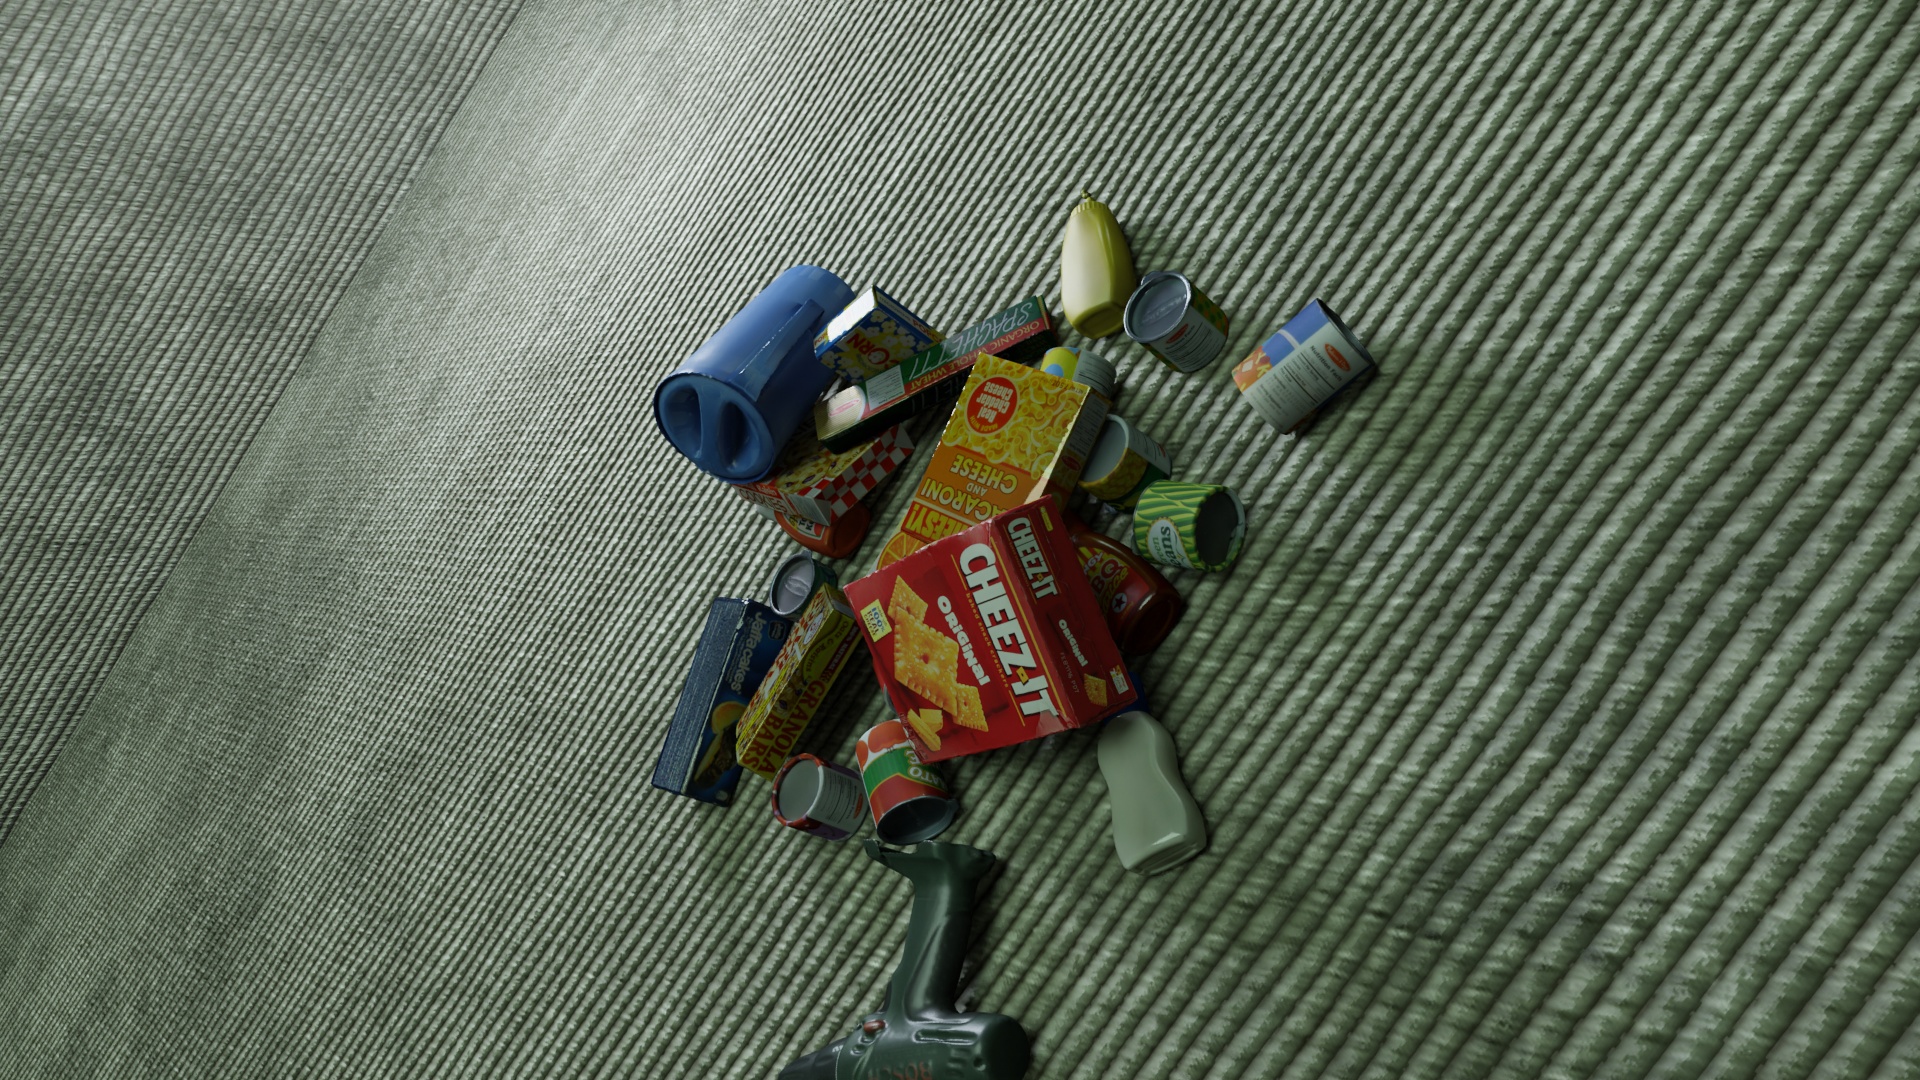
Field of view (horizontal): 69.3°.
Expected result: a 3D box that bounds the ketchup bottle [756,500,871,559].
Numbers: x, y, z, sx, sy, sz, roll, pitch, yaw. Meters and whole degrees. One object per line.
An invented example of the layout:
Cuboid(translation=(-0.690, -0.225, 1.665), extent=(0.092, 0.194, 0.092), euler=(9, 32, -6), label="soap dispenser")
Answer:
Cuboid(translation=(-0.154, -0.025, 1.409), extent=(0.149, 0.043, 0.065), euler=(18, 71, 49), label="ketchup bottle")

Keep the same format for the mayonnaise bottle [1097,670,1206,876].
Cuboid(translation=(0.132, 0.166, 1.015), extent=(0.064, 0.041, 0.149), euler=(-35, 45, 27), label="mayonnaise bottle")

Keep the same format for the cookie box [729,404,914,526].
Cuboid(translation=(-0.145, -0.081, 1.397), extent=(0.123, 0.040, 0.167), euler=(-44, 35, -24), label="cookie box")

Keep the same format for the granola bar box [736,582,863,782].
Cuboid(translation=(-0.150, 0.127, 1.283), extent=(0.165, 0.039, 0.124), euler=(-58, 13, 3), label="granola bar box")

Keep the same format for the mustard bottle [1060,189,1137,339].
Cuboid(translation=(0.123, -0.259, 1.260), extent=(0.065, 0.049, 0.161), euler=(-25, 51, 35), label="mustard bottle")

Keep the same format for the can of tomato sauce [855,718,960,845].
Cuboid(translation=(-0.045, 0.199, 1.154), extent=(0.071, 0.071, 0.083), euler=(-42, 44, 20), label="can of tomato sauce")

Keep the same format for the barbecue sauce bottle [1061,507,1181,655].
Cuboid(translation=(0.114, 0.026, 1.109), extent=(0.064, 0.043, 0.149), euler=(-58, 40, 16), label="barbecue sauce bottle")

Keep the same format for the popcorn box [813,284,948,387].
Cuboid(translation=(-0.069, -0.182, 1.350), extent=(0.085, 0.126, 0.038), euler=(-37, 43, 26), label="popcorn box")

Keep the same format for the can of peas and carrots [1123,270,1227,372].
Cuboid(translation=(0.178, -0.182, 1.152), extent=(0.070, 0.058, 0.071), euler=(-24, 52, 35), label="can of peas and carrots")

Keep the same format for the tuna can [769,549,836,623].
Cuboid(translation=(-0.155, 0.046, 1.377), extent=(0.071, 0.033, 0.071), euler=(-23, 53, 35), label="tuna can")

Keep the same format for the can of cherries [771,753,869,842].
Cuboid(translation=(-0.126, 0.227, 1.225), extent=(0.071, 0.058, 0.072), euler=(-23, 53, 35), label="can of cherries")

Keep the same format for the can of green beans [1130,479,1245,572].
Cuboid(translation=(0.174, -0.011, 1.054), extent=(0.058, 0.071, 0.071), euler=(9, 75, 47), label="can of green beans")

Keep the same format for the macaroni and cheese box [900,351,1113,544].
Cuboid(translation=(0.035, -0.060, 1.137), extent=(0.124, 0.040, 0.166), euler=(23, 87, 39), label="macaroni and cheese box")

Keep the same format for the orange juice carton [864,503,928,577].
Cuboid(translation=(0.004, -0.015, 1.222), extent=(0.192, 0.072, 0.073), euler=(-57, 42, 4), label="orange juice carton")

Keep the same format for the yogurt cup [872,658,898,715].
Cuboid(translation=(-0.042, 0.113, 1.203), extent=(0.072, 0.072, 0.054), euler=(-54, 33, 8), label="yogurt cup")

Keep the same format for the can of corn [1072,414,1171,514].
Cuboid(translation=(0.127, -0.061, 1.135), extent=(0.071, 0.058, 0.071), euler=(-23, 53, 35), label="can of corn")

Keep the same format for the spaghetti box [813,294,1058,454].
Cuboid(translation=(-0.025, -0.156, 1.318), extent=(0.250, 0.028, 0.050), euler=(-24, 50, 15), label="spaghetti box")

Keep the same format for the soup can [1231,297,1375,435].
Cuboid(translation=(0.256, -0.130, 1.041), extent=(0.083, 0.071, 0.071), euler=(-41, 45, 22), label="soup can")

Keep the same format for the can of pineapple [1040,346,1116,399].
Cuboid(translation=(0.095, -0.127, 1.199), extent=(0.071, 0.071, 0.058), euler=(2, 69, 46), label="can of pineapple")
